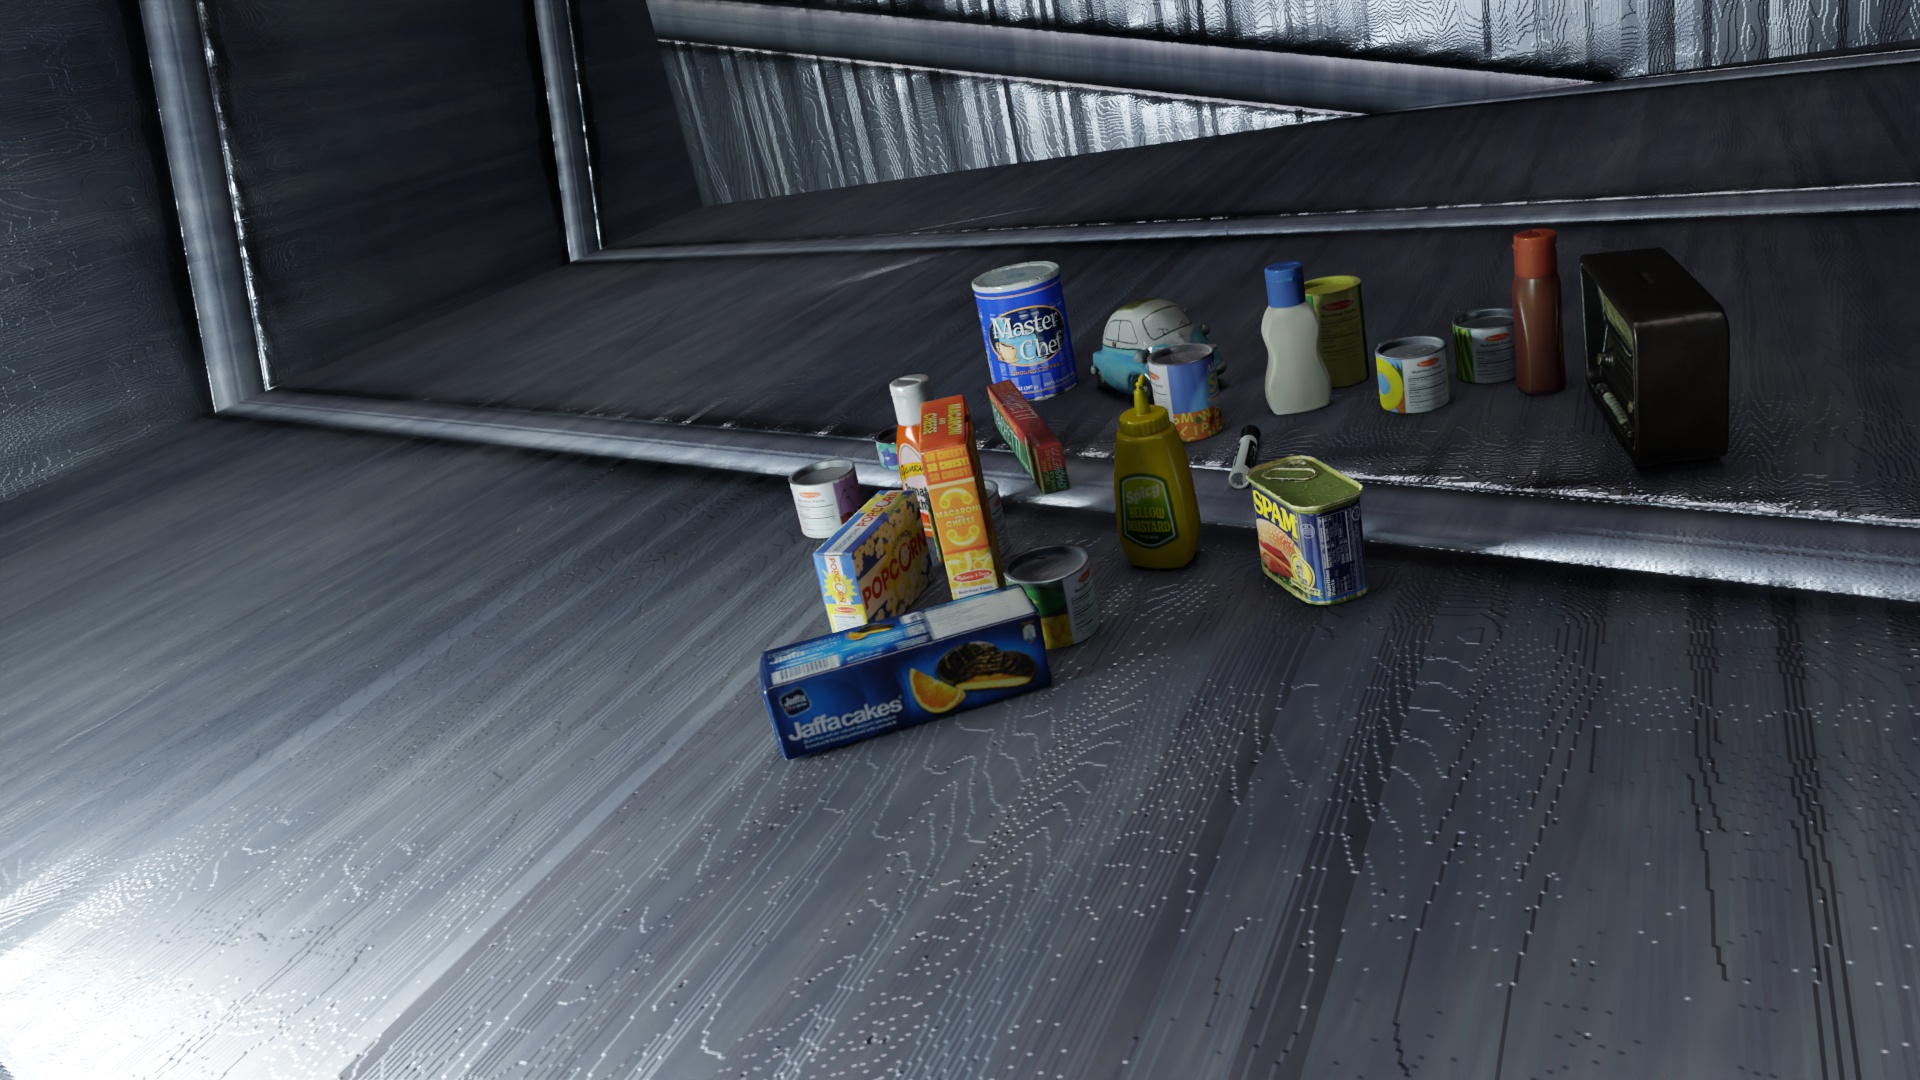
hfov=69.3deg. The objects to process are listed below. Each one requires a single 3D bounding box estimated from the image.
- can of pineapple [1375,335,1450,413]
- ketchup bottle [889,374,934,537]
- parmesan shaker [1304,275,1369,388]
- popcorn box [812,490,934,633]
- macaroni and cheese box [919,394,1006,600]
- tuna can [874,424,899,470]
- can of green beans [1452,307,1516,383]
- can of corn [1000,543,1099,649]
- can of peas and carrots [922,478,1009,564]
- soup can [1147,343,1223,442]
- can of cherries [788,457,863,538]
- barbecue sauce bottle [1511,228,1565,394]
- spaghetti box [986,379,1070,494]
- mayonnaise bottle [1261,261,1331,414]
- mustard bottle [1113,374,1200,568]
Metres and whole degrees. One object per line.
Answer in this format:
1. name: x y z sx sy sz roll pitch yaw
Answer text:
1. can of pineapple: 0.439 -0.162 1.349 0.071 0.057 0.071 -11 22 5
2. ketchup bottle: -0.031 -0.078 1.277 0.065 0.148 0.044 10 31 43
3. parmesan shaker: 0.385 -0.217 1.447 0.071 0.102 0.071 -11 22 5
4. popcorn box: -0.069 0.021 1.146 0.038 0.085 0.127 -2 25 25
5. macaroni and cheese box: 0.004 -0.017 1.093 0.040 0.165 0.124 -11 22 4
6. tuna can: -0.055 -0.103 1.498 0.071 0.032 0.071 -11 23 5
7. can of green beans: 0.525 -0.194 1.379 0.071 0.057 0.071 -11 22 5
8. can of corn: 0.068 0.042 1.060 0.071 0.058 0.071 -11 22 5
9. can of peas and carrots: 0.004 -0.015 1.229 0.071 0.058 0.071 -11 22 5
10. soup can: 0.229 -0.149 1.394 0.071 0.083 0.071 -11 22 5
11. can of cherries: -0.128 -0.042 1.362 0.071 0.058 0.072 -11 22 5
12. barbecue sauce bottle: 0.542 -0.216 1.304 0.043 0.148 0.065 -5 23 18
13. spaghetti box: 0.067 -0.111 1.433 0.029 0.050 0.251 -15 23 -5
14. mayonnaise bottle: 0.330 -0.202 1.382 0.065 0.147 0.041 -10 22 7
15. mustard bottle: 0.152 -0.056 1.115 0.065 0.159 0.049 0 25 28
